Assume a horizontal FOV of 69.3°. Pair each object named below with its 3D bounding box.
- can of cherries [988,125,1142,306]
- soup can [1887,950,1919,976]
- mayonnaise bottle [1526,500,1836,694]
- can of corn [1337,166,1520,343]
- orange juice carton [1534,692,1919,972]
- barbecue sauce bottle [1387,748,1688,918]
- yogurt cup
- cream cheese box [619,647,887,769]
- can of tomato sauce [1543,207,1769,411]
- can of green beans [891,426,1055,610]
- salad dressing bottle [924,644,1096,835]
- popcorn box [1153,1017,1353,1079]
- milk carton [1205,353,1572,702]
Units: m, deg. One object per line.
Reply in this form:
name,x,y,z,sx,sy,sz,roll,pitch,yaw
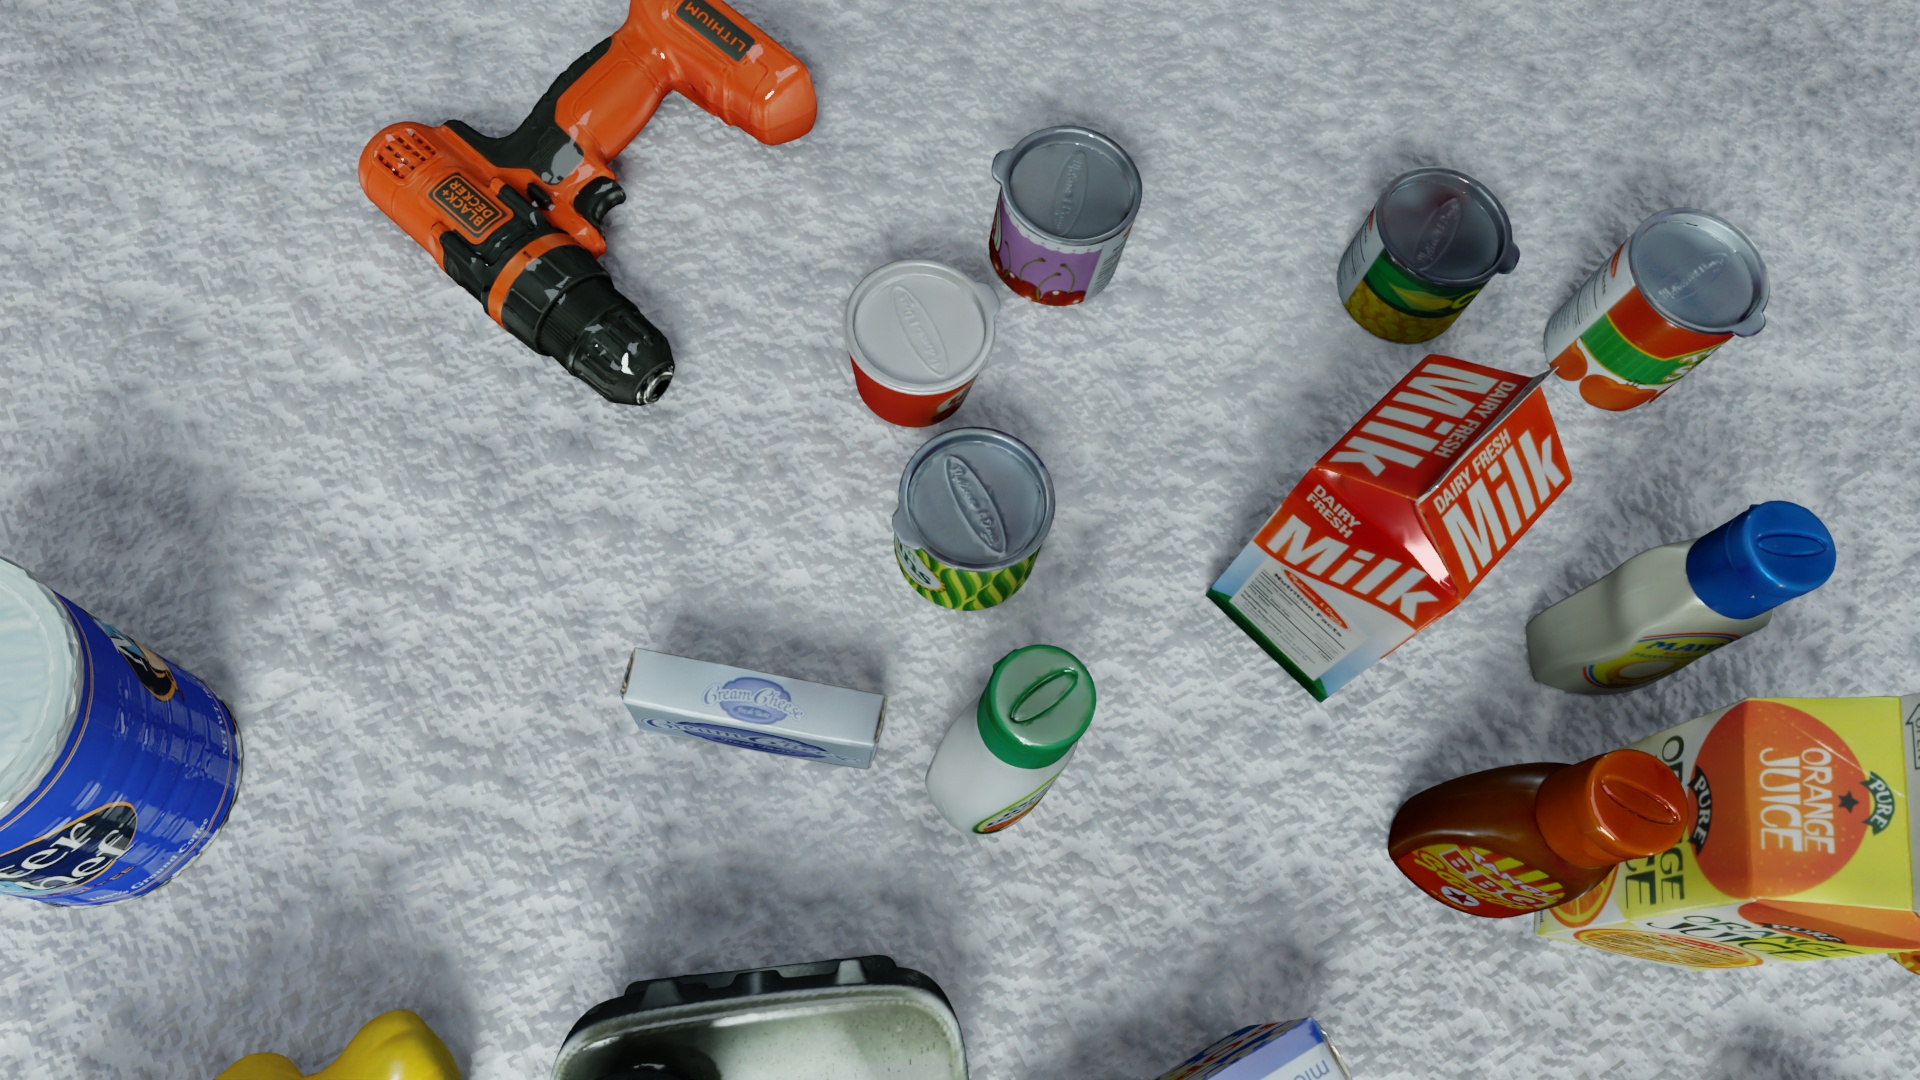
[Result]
can of cherries,0.047,-0.156,0.668,0.071,0.058,0.072,2,69,-5
soup can,0.434,0.150,0.577,0.071,0.083,0.071,2,69,-5
mayonnaise bottle,0.296,0.027,0.575,0.065,0.147,0.041,2,69,-5
can of corn,0.227,-0.137,0.680,0.071,0.058,0.071,2,69,-5
orange juice carton,0.295,0.112,0.519,0.073,0.192,0.072,13,69,-1
barbecue sauce bottle,0.221,0.112,0.535,0.065,0.148,0.044,28,69,5
yogurt cup,-0.020,-0.087,0.637,0.072,0.053,0.072,2,69,-5
cream cheese box,-0.083,0.071,0.570,0.104,0.053,0.024,11,69,-2
can of tomato sauce,0.332,-0.107,0.666,0.071,0.082,0.071,2,69,-5
can of green beans,0.004,-0.008,0.607,0.071,0.057,0.071,2,69,-5
salad dressing bottle,0.020,0.077,0.528,0.064,0.147,0.044,-34,76,-16
popcorn box,0.076,0.223,0.511,0.127,0.085,0.038,-25,74,-14
milk carton,0.170,-0.006,0.552,0.072,0.189,0.073,-42,79,-18
